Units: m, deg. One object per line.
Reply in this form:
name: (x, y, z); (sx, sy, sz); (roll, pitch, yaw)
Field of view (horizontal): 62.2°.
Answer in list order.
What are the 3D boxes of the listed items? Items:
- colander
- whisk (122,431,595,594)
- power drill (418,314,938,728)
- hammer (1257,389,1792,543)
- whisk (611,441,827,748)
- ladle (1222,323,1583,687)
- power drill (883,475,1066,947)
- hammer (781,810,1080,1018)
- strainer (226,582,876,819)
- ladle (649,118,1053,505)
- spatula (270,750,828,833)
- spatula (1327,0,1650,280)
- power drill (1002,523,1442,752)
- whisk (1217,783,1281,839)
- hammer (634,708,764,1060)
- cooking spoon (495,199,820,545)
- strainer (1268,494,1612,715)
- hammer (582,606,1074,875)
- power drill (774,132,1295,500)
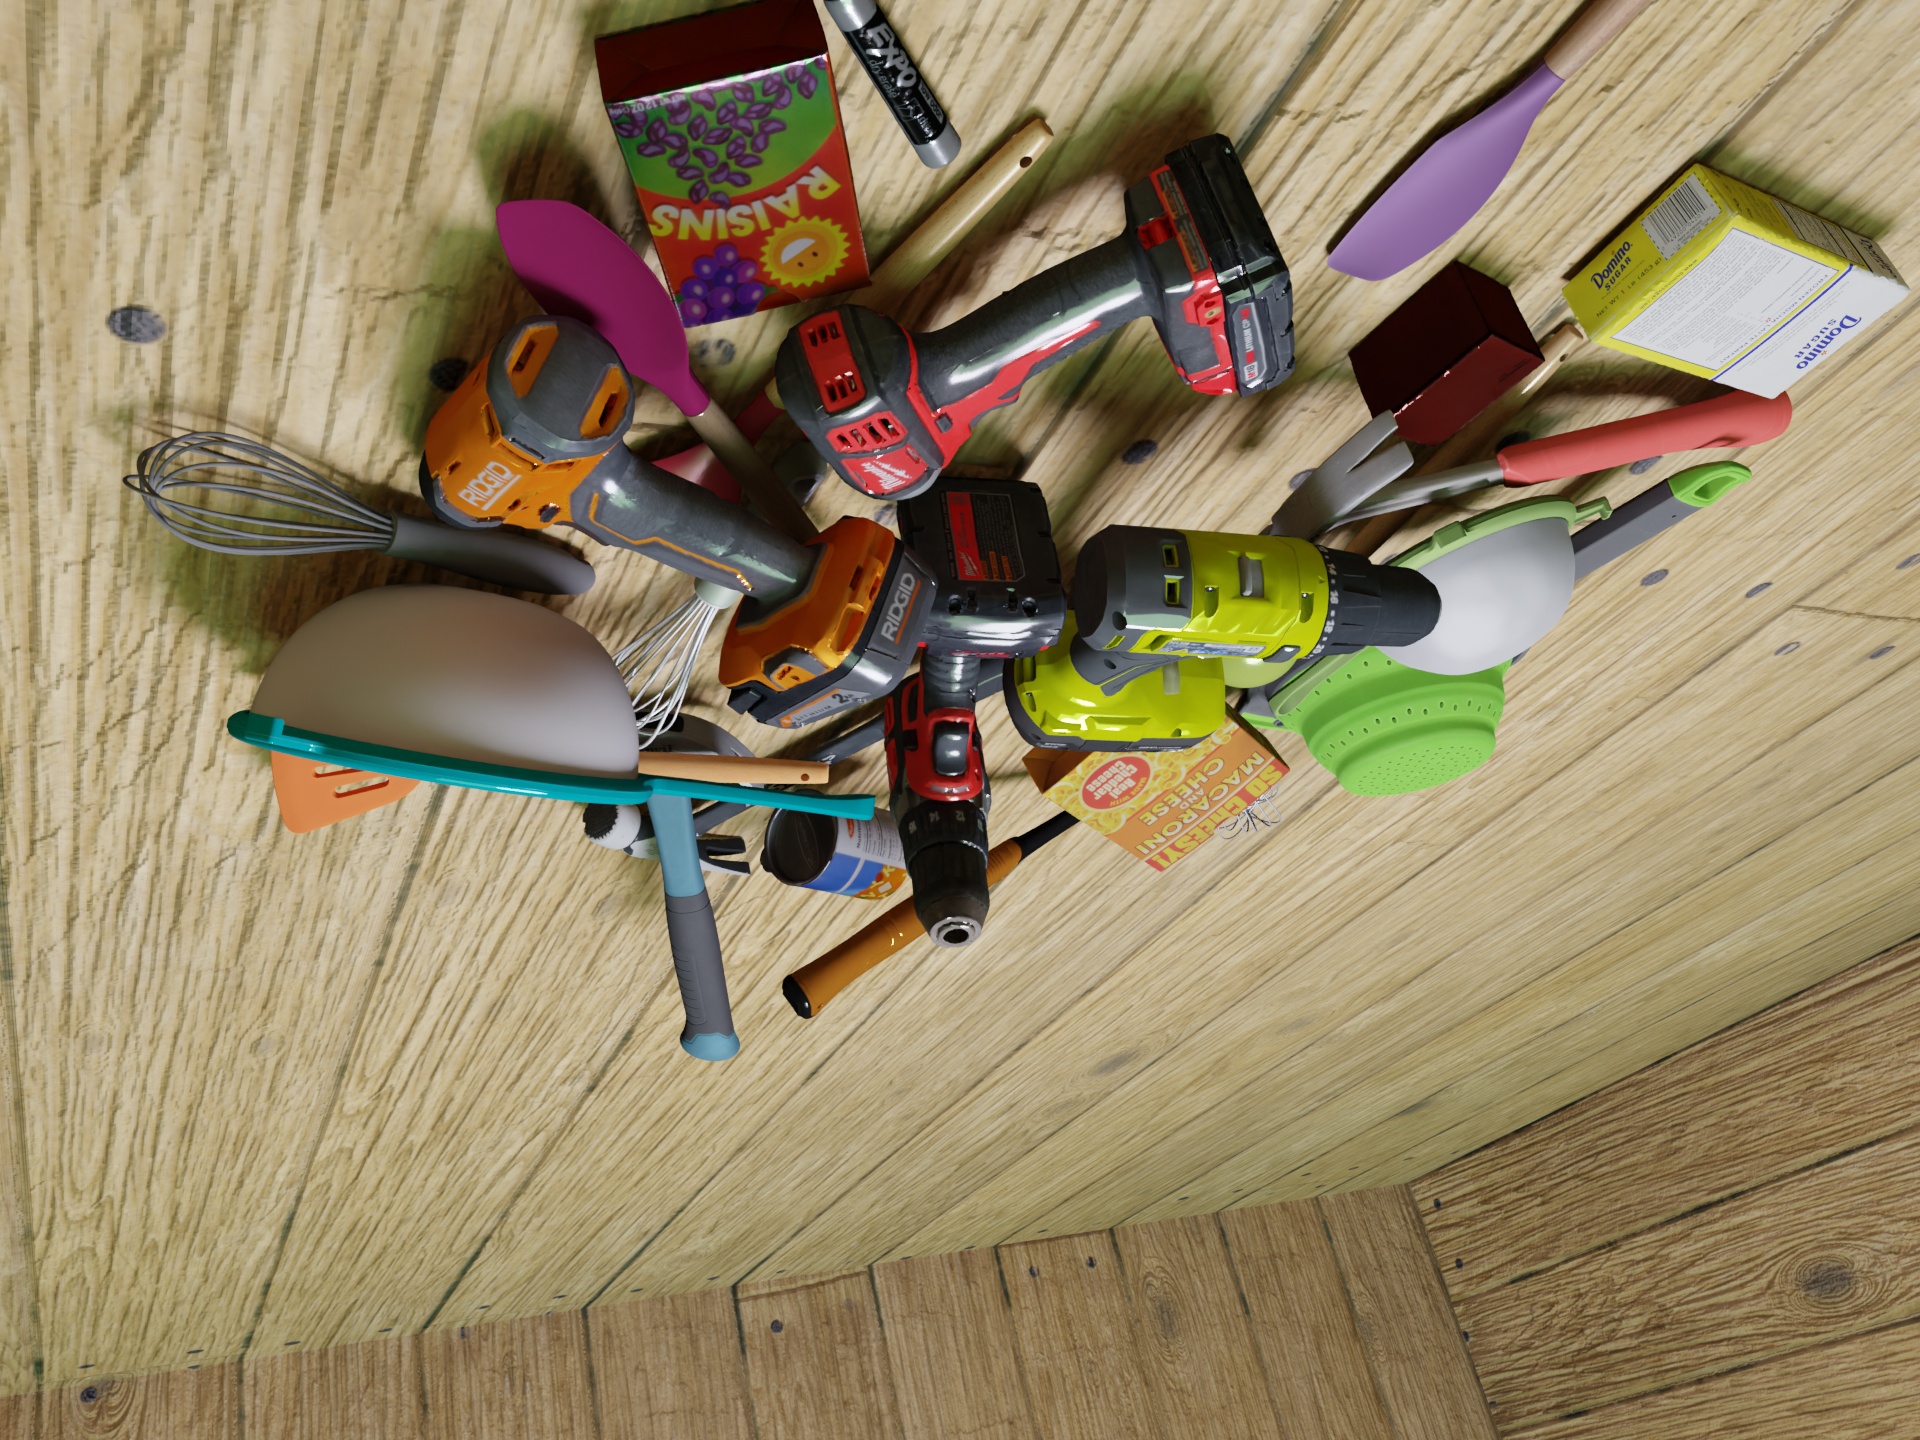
colander: (0.360, -0.039, 1.076); (0.204, 0.095, 0.397); (6, 152, -35)
whisk: (-0.280, -0.091, 0.773); (0.055, 0.055, 0.238); (-35, 151, 33)
power drill: (-0.142, -0.084, 0.748); (0.226, 0.084, 0.164); (32, 152, -26)
hammer: (0.339, -0.152, 0.896); (0.359, 0.037, 0.149); (-15, 166, -23)
whisk: (-0.141, -0.066, 0.883); (0.057, 0.059, 0.246); (-2, 146, -43)
ladle: (0.254, -0.128, 0.981); (0.078, 0.062, 0.320); (4, 140, -38)
power drill: (-0.001, -0.003, 0.890); (0.080, 0.188, 0.226); (1, 136, -9)
hammer: (0.016, 0.109, 1.151); (0.337, 0.034, 0.127); (-31, 158, -24)
strainer: (-0.199, -0.010, 0.846); (0.340, 0.095, 0.211); (9, 180, -23)
ladle: (-0.070, -0.169, 0.753); (0.069, 0.031, 0.315); (17, 137, -43)
spatula: (-0.241, 0.030, 0.958); (0.322, 0.041, 0.081); (2, 116, -5)
spatula: (0.279, -0.302, 0.688); (0.059, 0.018, 0.315); (4, 148, -33)
power drill: (0.133, -0.044, 0.882); (0.190, 0.080, 0.228); (2, 166, -16)
whisk: (0.186, 0.015, 1.181); (0.070, 0.070, 0.284); (-22, 147, 12)
hammer: (-0.189, 0.123, 1.092); (0.128, 0.033, 0.330); (-3, 131, -3)
cooking spoon: (-0.112, -0.133, 0.741); (0.069, 0.017, 0.318); (6, 158, 24)
strainer: (0.281, -0.044, 0.983); (0.151, 0.069, 0.256); (-12, 160, -33)
hammer: (-0.053, 0.009, 1.074); (0.409, 0.036, 0.149); (-26, 151, 20)
power drill: (0.035, -0.166, 0.727); (0.219, 0.079, 0.143); (-21, 163, 7)
